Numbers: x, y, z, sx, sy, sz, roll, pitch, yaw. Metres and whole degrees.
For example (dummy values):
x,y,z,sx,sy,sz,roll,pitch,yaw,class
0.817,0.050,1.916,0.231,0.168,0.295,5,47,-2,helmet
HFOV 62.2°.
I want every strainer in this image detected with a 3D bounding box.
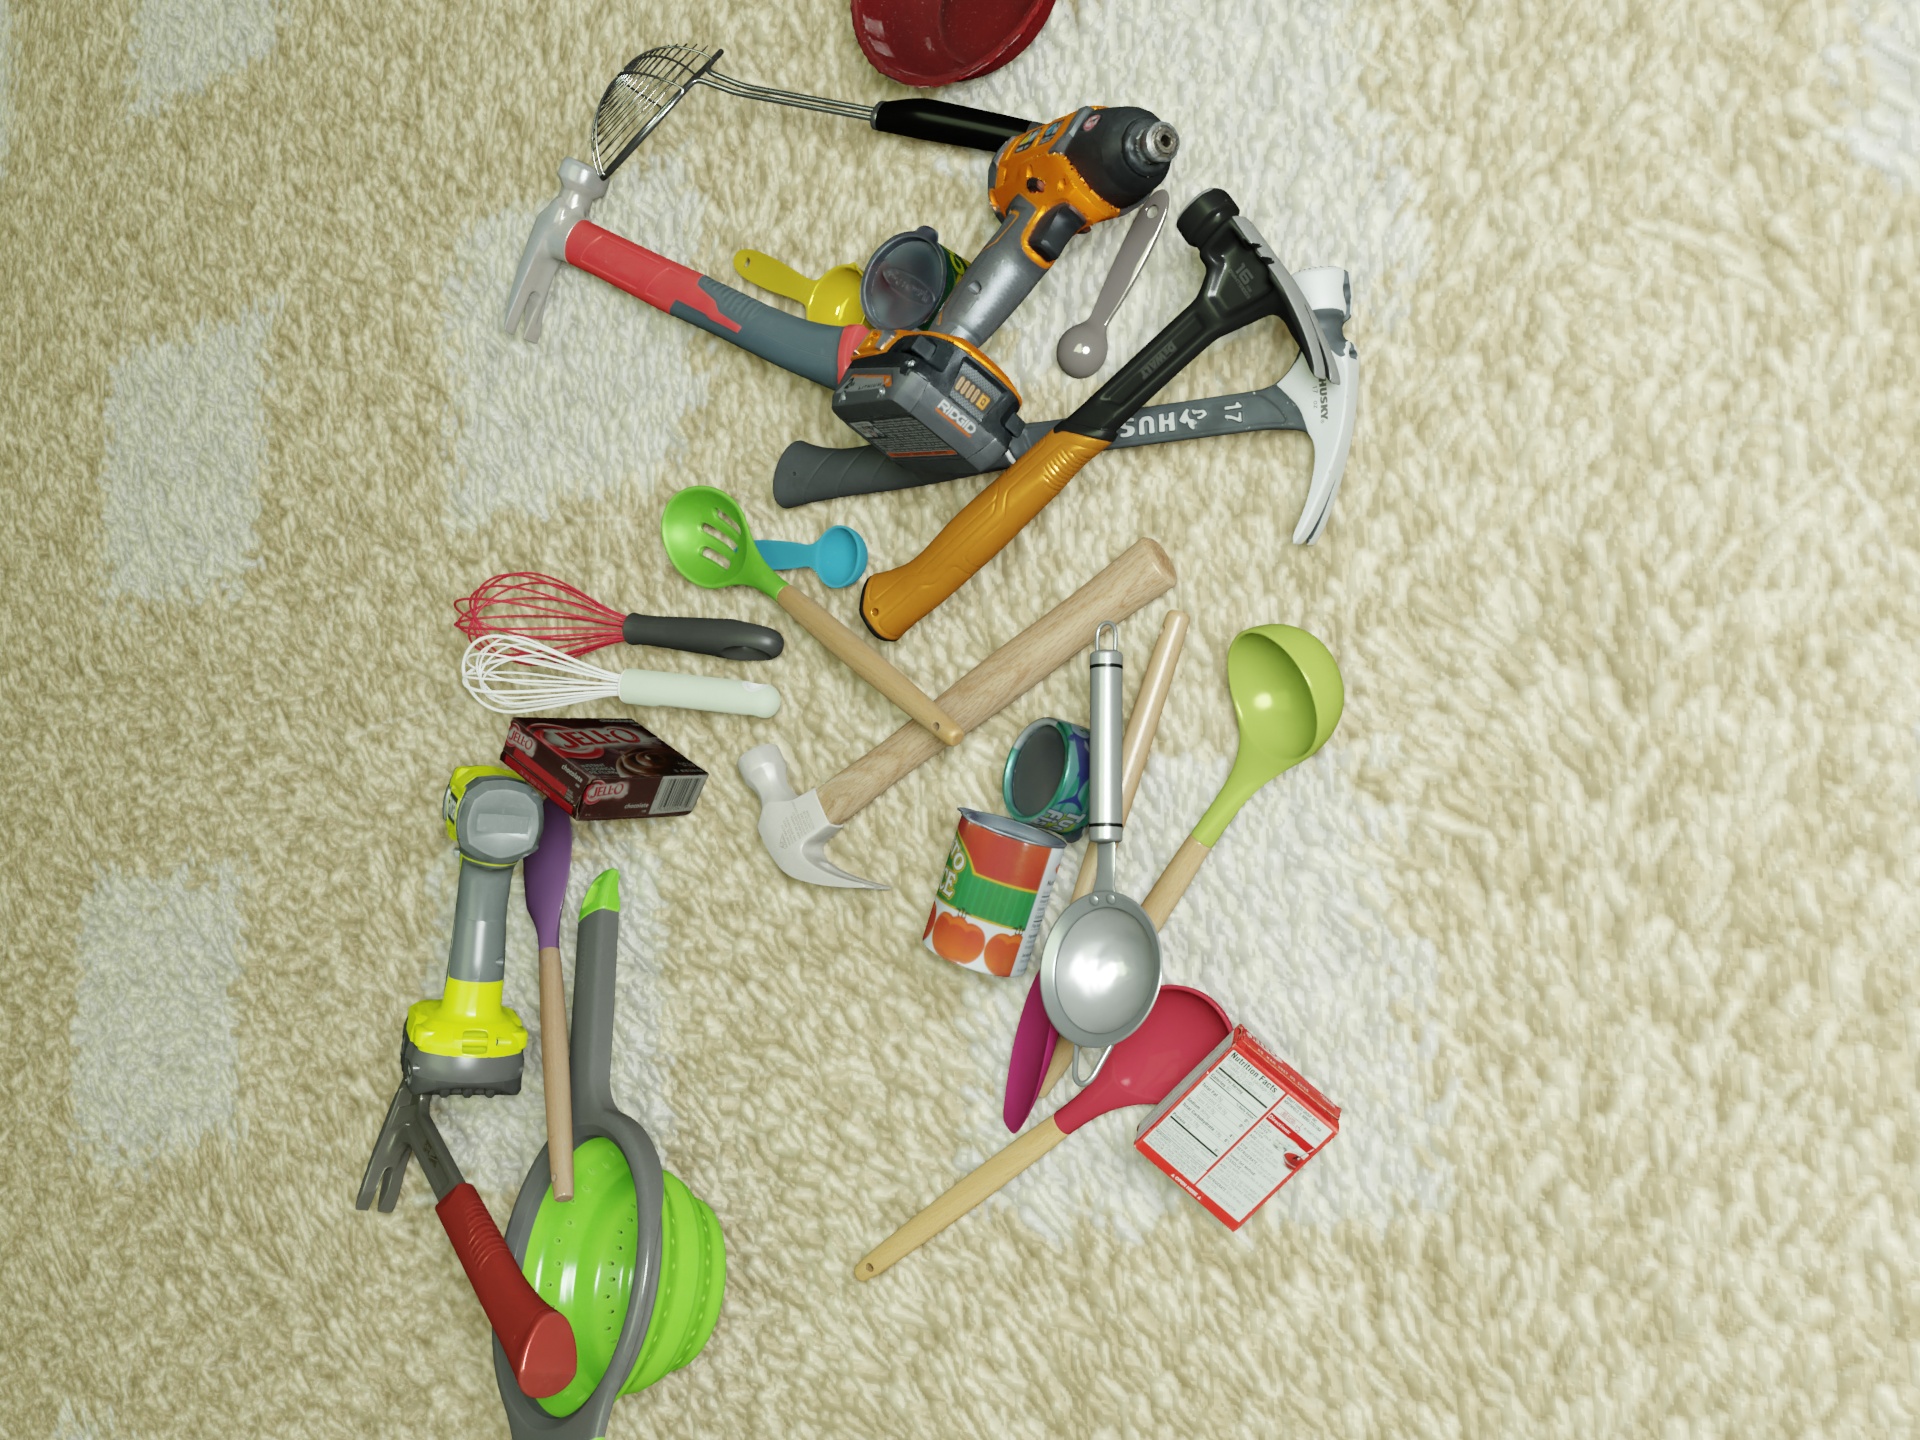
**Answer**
x,y,z,sx,sy,sz,roll,pitch,yaw,class
0.083,0.071,0.885,0.087,0.050,0.258,-7,78,44,strainer

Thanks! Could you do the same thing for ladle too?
x,y,z,sx,sy,sz,roll,pitch,yaw,class
0.115,0.088,0.901,0.078,0.062,0.320,46,112,43,ladle
0.043,0.254,0.945,0.315,0.031,0.069,-42,75,24,ladle

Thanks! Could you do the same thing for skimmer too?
x,y,z,sx,sy,sz,roll,pitch,yaw,class
-0.102,-0.402,1.100,0.363,0.090,0.127,18,59,21,skimmer

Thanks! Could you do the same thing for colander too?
x,y,z,sx,sy,sz,roll,pitch,yaw,class
-0.223,0.293,1.080,0.204,0.094,0.397,-32,50,41,colander

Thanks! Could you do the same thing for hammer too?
x,y,z,sx,sy,sz,roll,pitch,yaw,class
-0.002,-0.003,0.998,0.331,0.031,0.130,-36,67,24,hammer
0.047,-0.167,0.980,0.409,0.036,0.149,-2,92,34,hammer
-0.197,-0.287,1.130,0.387,0.038,0.143,33,103,37,hammer
0.061,-0.147,0.931,0.337,0.034,0.127,-39,71,30,hammer
-0.343,0.355,1.095,0.359,0.036,0.149,26,96,55,hammer

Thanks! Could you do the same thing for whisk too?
x,y,z,sx,sy,sz,roll,pitch,yaw,class
-0.242,-0.024,1.117,0.246,0.058,0.059,6,110,15,whisk
-0.252,-0.068,1.152,0.296,0.073,0.073,7,88,28,whisk

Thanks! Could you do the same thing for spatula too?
x,y,z,sx,sy,sz,roll,pitch,yaw,class
-0.285,0.183,1.113,0.059,0.018,0.316,-36,48,27,spatula

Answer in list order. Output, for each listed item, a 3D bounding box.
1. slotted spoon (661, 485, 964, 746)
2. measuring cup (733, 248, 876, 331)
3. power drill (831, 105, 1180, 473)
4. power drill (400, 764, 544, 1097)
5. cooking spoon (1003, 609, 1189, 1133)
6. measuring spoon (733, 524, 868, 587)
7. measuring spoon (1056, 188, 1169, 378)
x,y,z,sx,sy,sz,roll,pitch,yaw,class
-0.101,-0.068,1.048,0.314,0.031,0.070,39,114,35,slotted spoon
-0.106,-0.298,1.106,0.157,0.029,0.062,35,107,39,measuring cup
0.033,-0.255,0.914,0.226,0.084,0.164,-58,26,-8,power drill
-0.351,0.145,1.150,0.171,0.080,0.223,-170,87,-66,power drill
0.079,0.088,0.931,0.017,0.069,0.319,18,90,-11,cooking spoon
-0.108,-0.112,1.091,0.129,0.021,0.042,7,93,42,measuring spoon
0.093,-0.269,0.974,0.034,0.018,0.124,36,106,30,measuring spoon
